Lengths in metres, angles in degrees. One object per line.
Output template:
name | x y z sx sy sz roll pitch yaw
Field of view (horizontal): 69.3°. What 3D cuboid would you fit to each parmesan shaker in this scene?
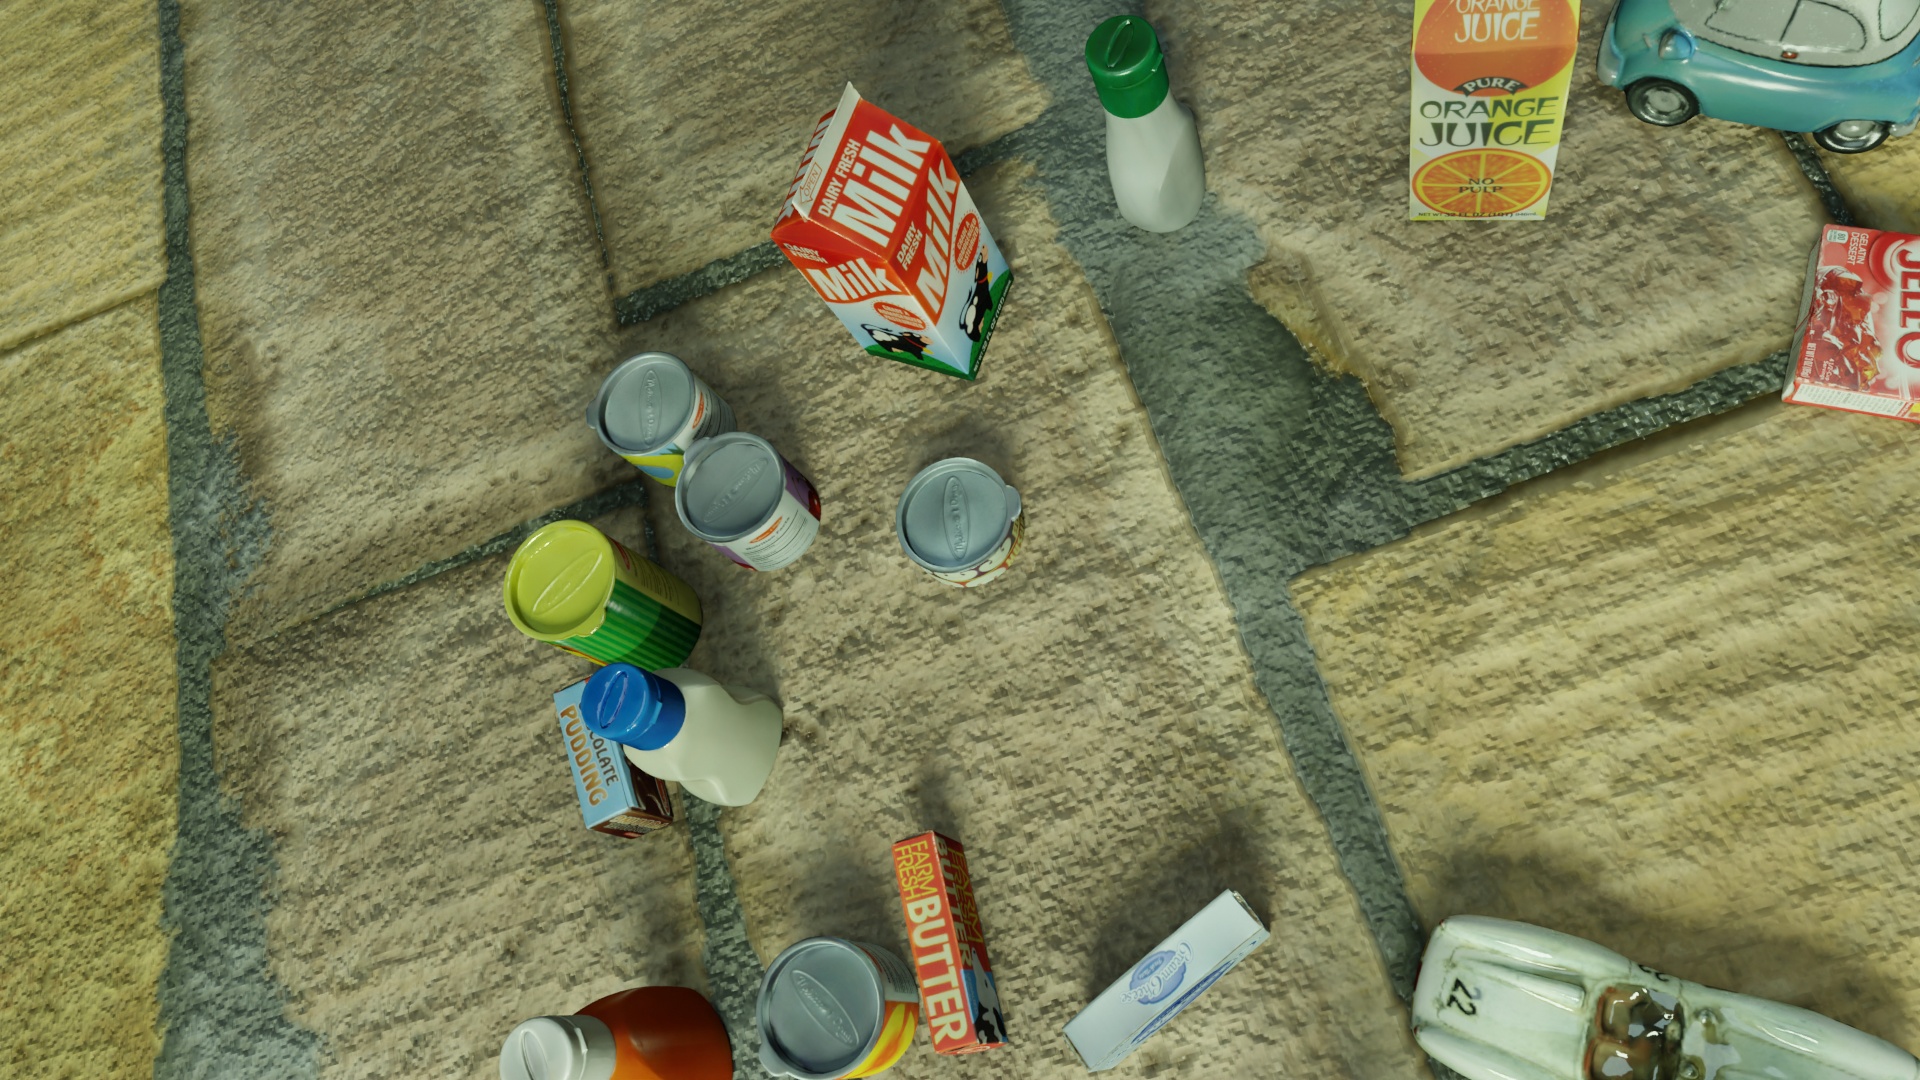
parmesan shaker | -0.194 0.038 0.771 0.071 0.103 0.071 -5 70 16

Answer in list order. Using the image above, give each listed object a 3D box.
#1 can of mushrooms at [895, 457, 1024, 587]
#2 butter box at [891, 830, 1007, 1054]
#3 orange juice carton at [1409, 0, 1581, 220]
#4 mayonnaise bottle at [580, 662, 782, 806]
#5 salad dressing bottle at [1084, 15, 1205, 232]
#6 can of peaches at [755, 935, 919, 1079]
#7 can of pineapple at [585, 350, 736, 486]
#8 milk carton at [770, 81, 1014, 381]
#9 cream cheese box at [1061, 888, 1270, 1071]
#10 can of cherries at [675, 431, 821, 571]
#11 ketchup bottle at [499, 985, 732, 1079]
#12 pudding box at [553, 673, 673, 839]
can of mushrooms | 0.003 -0.010 0.766 0.071 0.033 0.071 -5 70 15
butter box | -0.006 0.198 0.684 0.024 0.053 0.104 -19 67 11
orange juice carton | 0.259 -0.236 0.679 0.072 0.192 0.073 4 73 19
mayonnaise bottle | -0.140 0.095 0.710 0.041 0.148 0.065 13 76 21
salad dressing bottle | 0.100 -0.221 0.747 0.044 0.147 0.064 20 79 22
can of peaches | -0.061 0.233 0.687 0.071 0.058 0.071 -5 70 15
can of pineapple | -0.177 -0.072 0.829 0.071 0.057 0.071 -5 70 15
milk carton | -0.039 -0.161 0.745 0.073 0.190 0.072 17 78 22
cream cheese box | 0.098 0.206 0.650 0.104 0.053 0.024 -40 65 1
can of cherries | -0.121 -0.023 0.795 0.071 0.058 0.071 -5 70 15
ketchup bottle | -0.161 0.245 0.663 0.043 0.148 0.065 -32 66 5
pudding box | -0.193 0.120 0.771 0.030 0.049 0.084 -26 66 7
